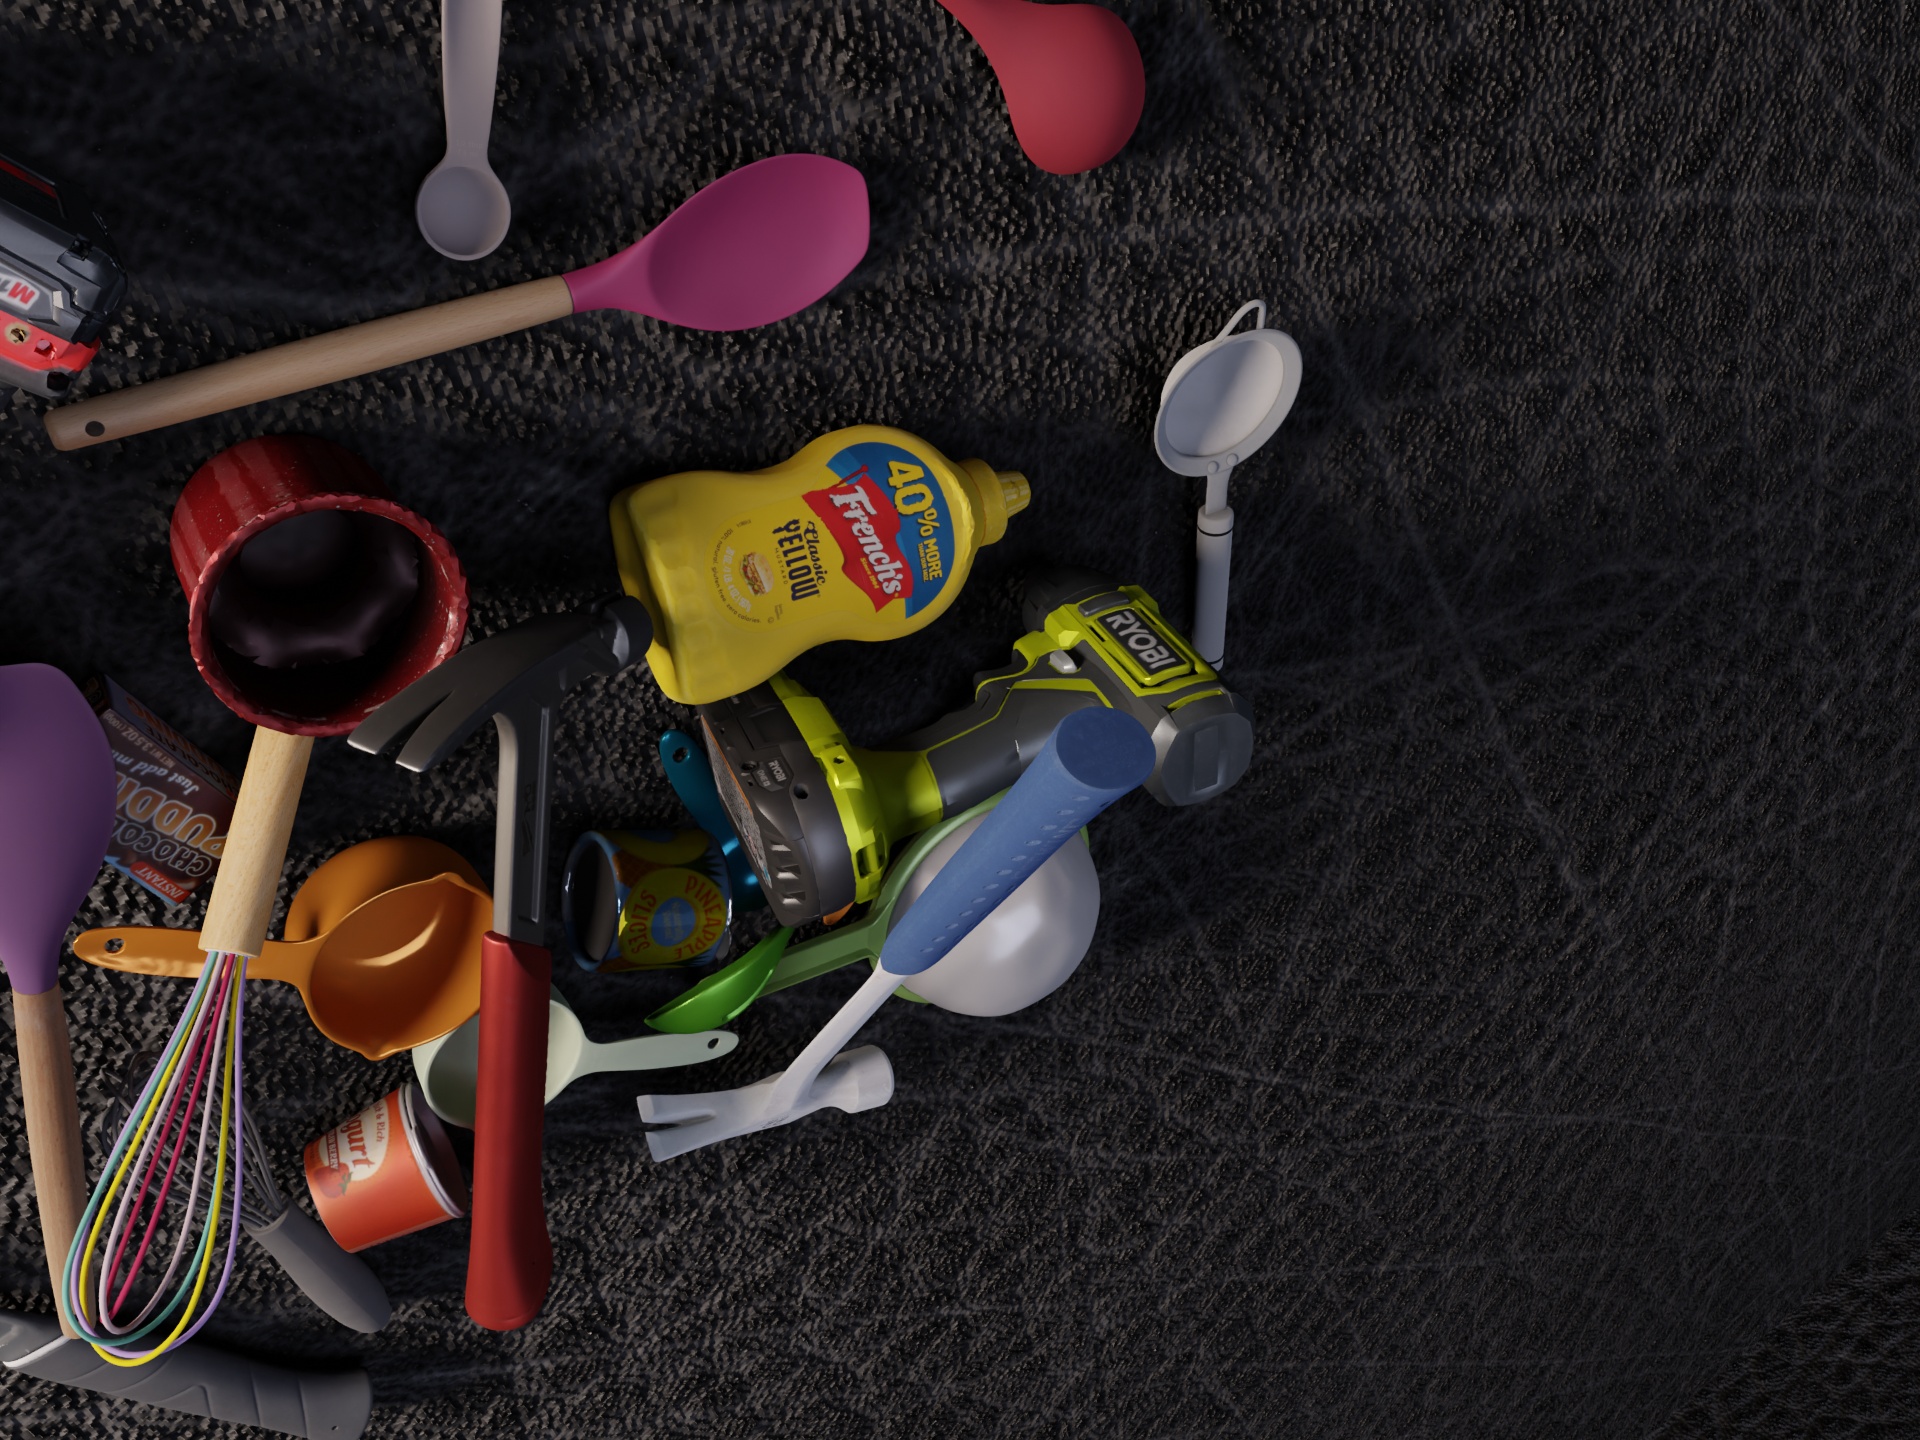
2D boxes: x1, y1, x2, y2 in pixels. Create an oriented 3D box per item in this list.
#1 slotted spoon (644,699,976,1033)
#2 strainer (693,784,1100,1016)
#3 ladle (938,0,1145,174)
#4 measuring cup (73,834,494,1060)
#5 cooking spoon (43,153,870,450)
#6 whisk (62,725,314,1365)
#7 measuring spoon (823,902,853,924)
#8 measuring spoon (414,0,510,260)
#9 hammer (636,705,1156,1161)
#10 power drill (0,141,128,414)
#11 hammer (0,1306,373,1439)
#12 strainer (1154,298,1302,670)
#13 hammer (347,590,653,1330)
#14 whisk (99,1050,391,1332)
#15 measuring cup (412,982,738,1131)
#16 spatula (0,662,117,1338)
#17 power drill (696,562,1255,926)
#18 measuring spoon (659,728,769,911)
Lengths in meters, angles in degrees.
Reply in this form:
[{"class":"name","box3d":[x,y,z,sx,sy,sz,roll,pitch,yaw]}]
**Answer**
[{"class":"slotted spoon","box3d":[-0.035,0.047,0.803,0.031,0.070,0.314,45,75,-4]},{"class":"strainer","box3d":[-0.016,0.125,0.861,0.256,0.069,0.151,-16,129,-32]},{"class":"ladle","box3d":[-0.028,-0.302,0.605,0.315,0.031,0.069,22,104,-42]},{"class":"measuring cup","box3d":[-0.275,0.086,0.659,0.173,0.052,0.095,13,110,-41]},{"class":"cooking spoon","box3d":[-0.173,-0.155,0.599,0.319,0.017,0.068,-23,136,-23]},{"class":"whisk","box3d":[-0.279,0.107,0.586,0.051,0.047,0.245,22,67,-40]},{"class":"measuring spoon","box3d":[-0.048,0.060,0.845,0.021,0.011,0.117,5,119,-48]},{"class":"measuring spoon","box3d":[-0.175,-0.226,0.558,0.034,0.018,0.124,-7,115,-37]},{"class":"hammer","box3d":[-0.033,0.112,0.709,0.144,0.035,0.405,-8,154,-30]},{"class":"power drill","box3d":[-0.361,-0.083,0.470,0.143,0.079,0.219,27,103,-44]},{"class":"hammer","box3d":[-0.420,0.269,0.687,0.149,0.036,0.408,-47,135,0]},{"class":"strainer","box3d":[0.133,-0.114,0.842,0.087,0.050,0.258,-21,135,-17]},{"class":"hammer","box3d":[-0.192,0.128,0.667,0.149,0.037,0.358,-46,152,-58]},{"class":"whisk","box3d":[-0.320,0.225,0.729,0.055,0.055,0.238,-31,137,-16]},{"class":"measuring cup","box3d":[-0.187,0.155,0.784,0.167,0.038,0.083,5,115,-41]},{"class":"spatula","box3d":[-0.349,0.120,0.609,0.059,0.018,0.315,-10,123,-35]},{"class":"power drill","box3d":[-0.001,-0.002,0.738,0.223,0.171,0.080,-18,129,-16]},{"class":"measuring spoon","box3d":[-0.115,0.052,0.777,0.042,0.021,0.128,-34,135,-13]}]
